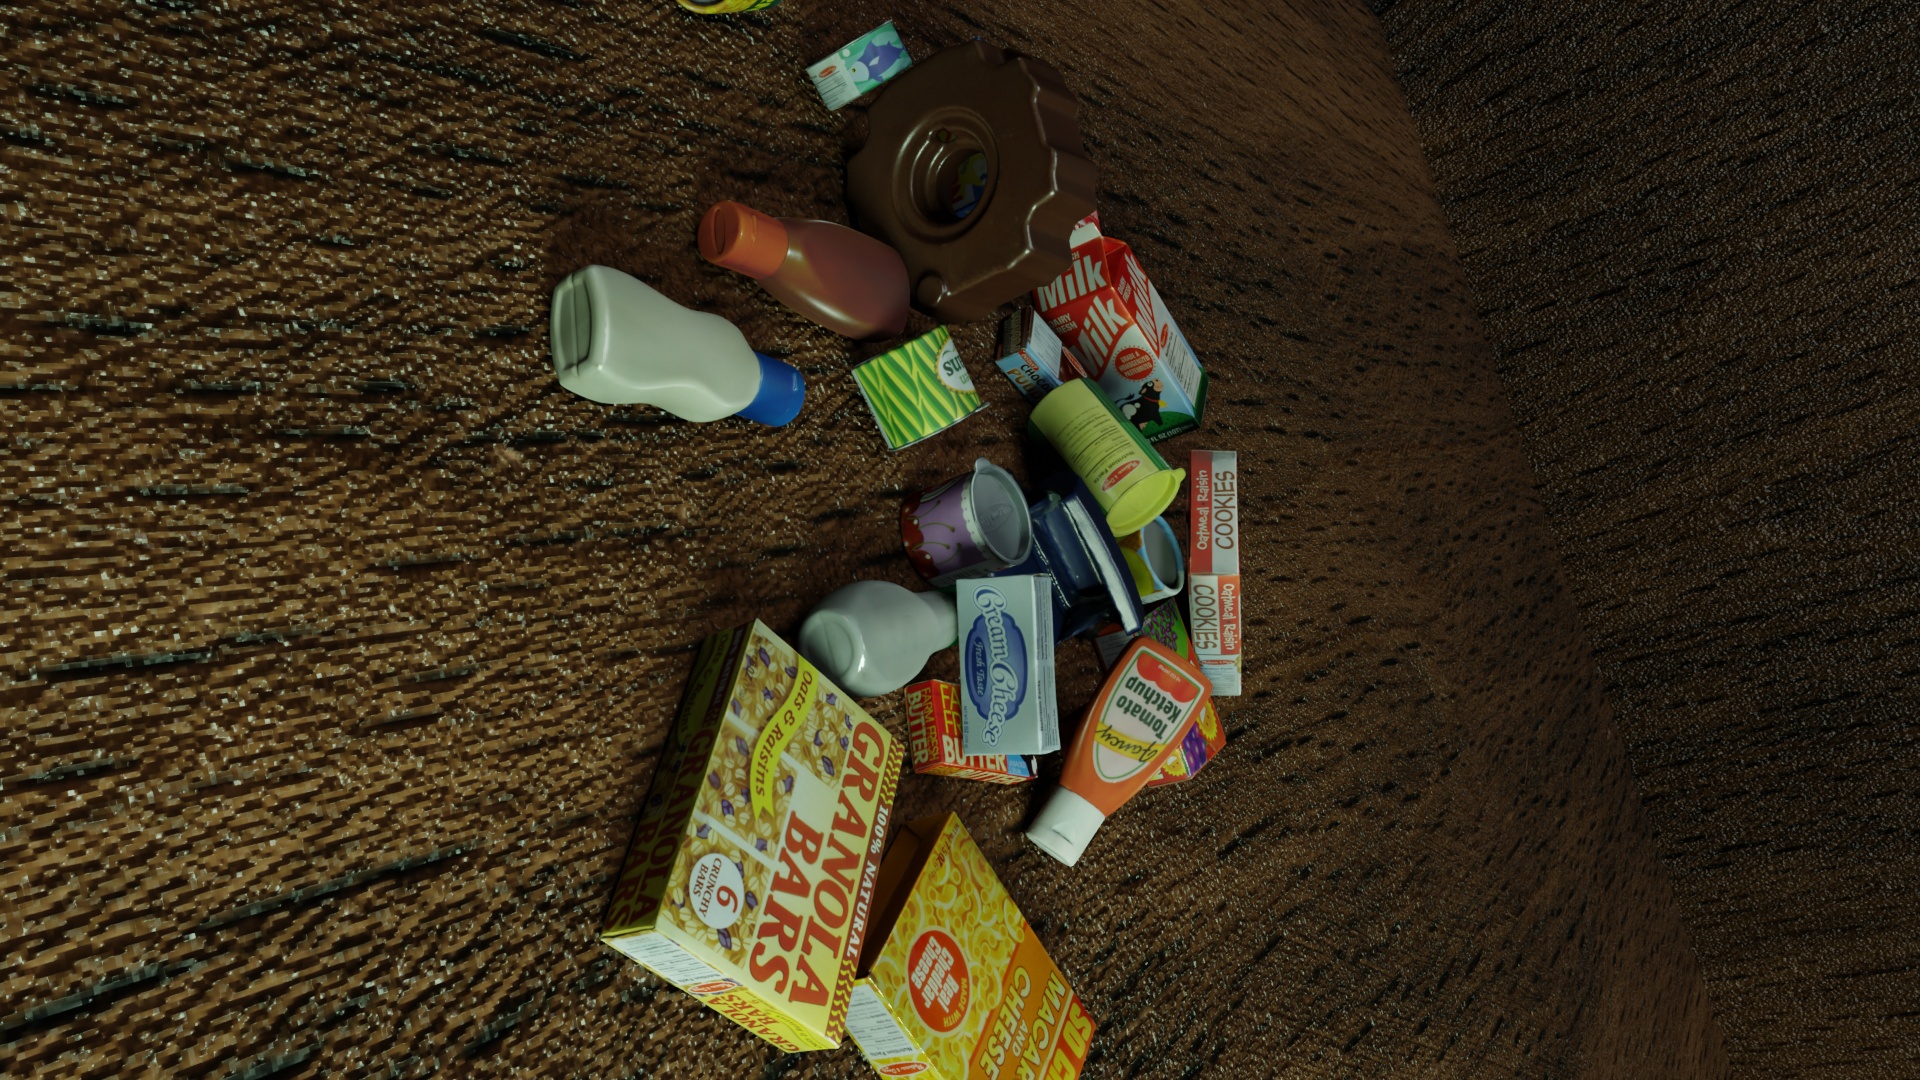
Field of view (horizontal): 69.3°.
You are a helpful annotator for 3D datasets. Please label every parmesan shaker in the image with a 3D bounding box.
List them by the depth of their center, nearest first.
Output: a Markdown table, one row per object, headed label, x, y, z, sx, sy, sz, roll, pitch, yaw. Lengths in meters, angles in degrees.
| label | x | y | z | sx | sy | sz | roll | pitch | yaw |
| --- | --- | --- | --- | --- | --- | --- | --- | --- | --- |
| parmesan shaker | 0.105 | -0.063 | 1.014 | 0.071 | 0.071 | 0.103 | 12 | 36 | -54 |

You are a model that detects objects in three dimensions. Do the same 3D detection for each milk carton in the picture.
| label | x | y | z | sx | sy | sz | roll | pitch | yaw |
| --- | --- | --- | --- | --- | --- | --- | --- | --- | --- |
| milk carton | 0.127 | -0.172 | 1.141 | 0.190 | 0.072 | 0.074 | 53 | 36 | -27 |

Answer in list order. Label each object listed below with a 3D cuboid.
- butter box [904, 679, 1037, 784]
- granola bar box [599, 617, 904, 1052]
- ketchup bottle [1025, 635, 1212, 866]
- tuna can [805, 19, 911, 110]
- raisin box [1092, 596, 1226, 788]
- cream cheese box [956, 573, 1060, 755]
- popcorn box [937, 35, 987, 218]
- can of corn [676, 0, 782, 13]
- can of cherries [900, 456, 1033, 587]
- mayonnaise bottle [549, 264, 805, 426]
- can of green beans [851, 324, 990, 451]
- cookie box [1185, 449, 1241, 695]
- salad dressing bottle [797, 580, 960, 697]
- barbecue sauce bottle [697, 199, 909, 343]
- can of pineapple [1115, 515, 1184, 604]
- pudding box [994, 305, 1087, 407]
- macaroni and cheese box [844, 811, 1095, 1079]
| label | x | y | z | sx | sy | sz | roll | pitch | yaw |
| --- | --- | --- | --- | --- | --- | --- | --- | --- | --- |
| butter box | 0.007 | 0.117 | 0.844 | 0.103 | 0.024 | 0.053 | 19 | 57 | -52 |
| granola bar box | -0.092 | 0.140 | 0.667 | 0.124 | 0.039 | 0.166 | 46 | 39 | -33 |
| ketchup bottle | 0.097 | 0.136 | 0.889 | 0.065 | 0.043 | 0.149 | 35 | 76 | 3 |
| tuna can | -0.066 | -0.320 | 0.933 | 0.032 | 0.071 | 0.071 | 60 | 33 | -19 |
| raisin box | 0.153 | 0.114 | 1.054 | 0.086 | 0.040 | 0.123 | -23 | 94 | -59 |
| cream cheese box | 0.027 | 0.072 | 0.804 | 0.024 | 0.053 | 0.104 | 8 | 78 | -59 |
| popcorn box | -0.002 | -0.282 | 0.993 | 0.038 | 0.085 | 0.127 | 16 | 59 | -54 |
| can of corn | -0.139 | -0.353 | 0.840 | 0.058 | 0.071 | 0.071 | -39 | 107 | -56 |
| can of cherries | 0.003 | -0.011 | 0.877 | 0.071 | 0.058 | 0.072 | 31 | 49 | -44 |
| mayonnaise bottle | -0.142 | -0.092 | 0.719 | 0.148 | 0.041 | 0.065 | 15 | 62 | -54 |
| can of green beans | -0.027 | -0.096 | 0.870 | 0.057 | 0.071 | 0.071 | 64 | 32 | -9 |
| cookie box | 0.202 | 0.028 | 1.110 | 0.166 | 0.040 | 0.123 | 76 | 17 | -50 |
| salad dressing bottle | -0.034 | 0.051 | 0.802 | 0.148 | 0.044 | 0.064 | -10 | 82 | -60 |
| barbecue sauce bottle | -0.091 | -0.165 | 0.833 | 0.148 | 0.043 | 0.065 | 11 | 70 | -53 |
| can of pineapple | 0.128 | 0.016 | 1.052 | 0.071 | 0.057 | 0.071 | 33 | 47 | -44 |
| pudding box | 0.063 | -0.132 | 1.061 | 0.083 | 0.030 | 0.050 | 43 | 40 | -37 |
| macaroni and cheese box | 0.003 | 0.251 | 0.749 | 0.166 | 0.040 | 0.124 | 58 | 33 | -17 |
